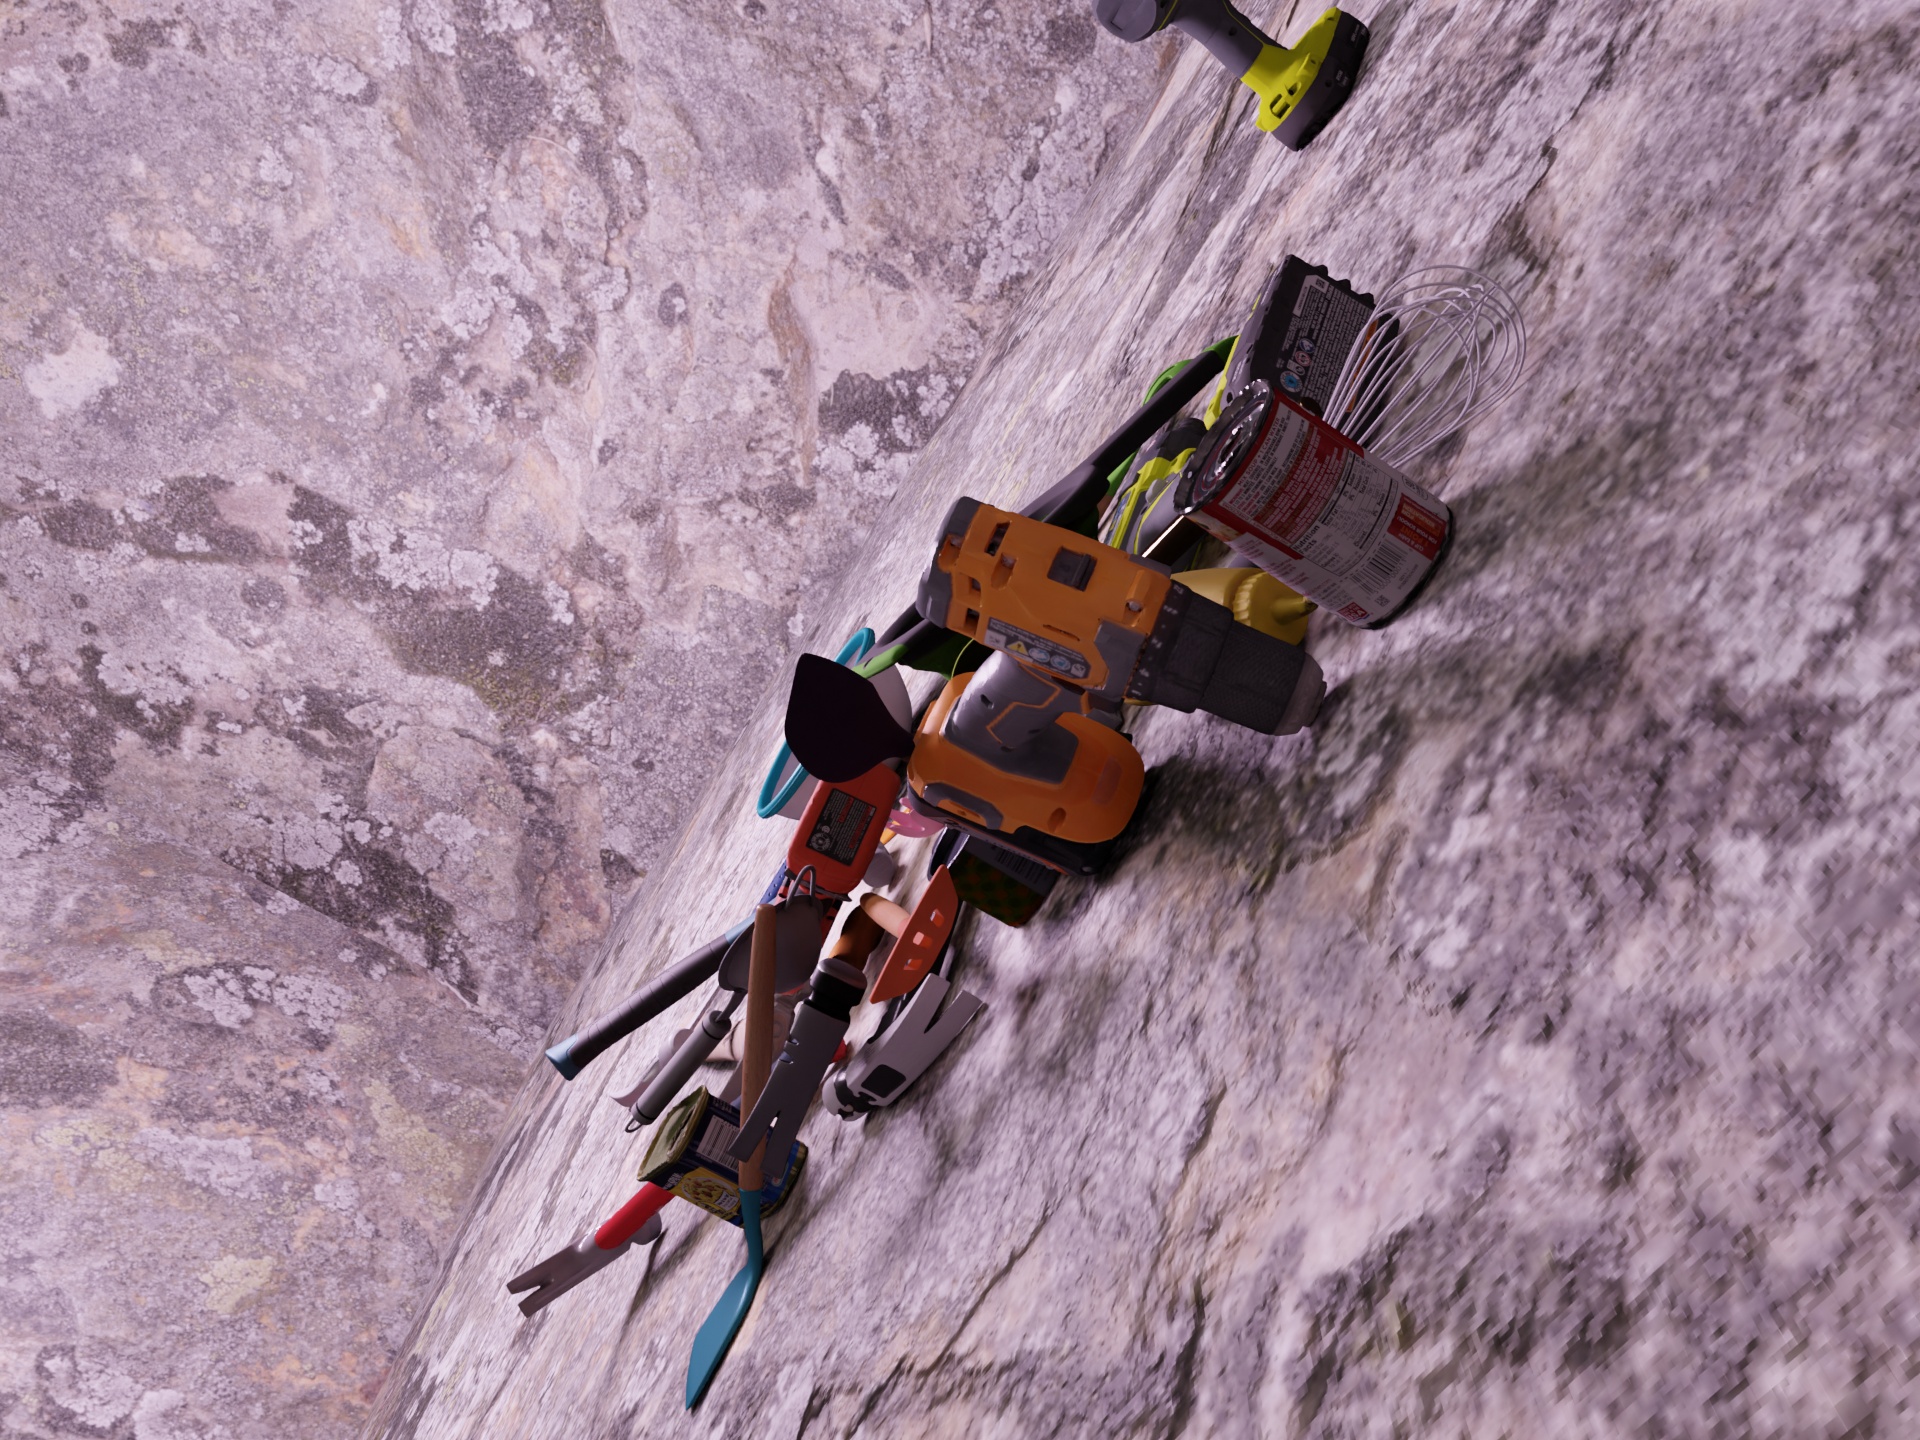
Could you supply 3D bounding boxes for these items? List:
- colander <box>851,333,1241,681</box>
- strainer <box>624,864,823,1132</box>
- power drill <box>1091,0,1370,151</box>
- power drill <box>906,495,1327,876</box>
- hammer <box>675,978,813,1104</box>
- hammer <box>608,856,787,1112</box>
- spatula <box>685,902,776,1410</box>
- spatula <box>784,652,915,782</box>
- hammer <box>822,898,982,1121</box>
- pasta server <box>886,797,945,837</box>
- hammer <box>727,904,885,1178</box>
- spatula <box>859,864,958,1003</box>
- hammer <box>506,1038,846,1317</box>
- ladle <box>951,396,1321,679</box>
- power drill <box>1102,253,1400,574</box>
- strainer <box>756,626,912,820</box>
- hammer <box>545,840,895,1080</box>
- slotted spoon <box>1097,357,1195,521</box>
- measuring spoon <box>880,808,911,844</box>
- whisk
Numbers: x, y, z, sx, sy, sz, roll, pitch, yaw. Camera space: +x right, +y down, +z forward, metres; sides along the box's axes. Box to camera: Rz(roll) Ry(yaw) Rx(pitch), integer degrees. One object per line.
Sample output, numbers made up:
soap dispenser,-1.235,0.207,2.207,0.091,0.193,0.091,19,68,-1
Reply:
colander,0.097,-0.129,1.125,0.397,0.094,0.204,-44,9,-20
strainer,-0.158,0.202,1.075,0.258,0.050,0.086,-51,-26,24
power drill,0.235,-0.616,1.373,0.080,0.228,0.191,-43,20,55
power drill,0.065,-0.004,0.779,0.226,0.185,0.084,102,-169,-61
hammer,-0.226,0.308,1.476,0.146,0.038,0.410,-64,12,-19
hammer,-0.198,0.202,1.468,0.144,0.035,0.406,-46,8,38
spatula,-0.143,0.272,1.013,0.082,0.044,0.317,-138,52,-81
spatula,-0.022,0.021,0.904,0.315,0.018,0.060,24,-105,-65
hammer,0.000,0.096,1.049,0.146,0.035,0.335,-48,15,46
pasta server,-0.002,-0.004,1.310,0.060,0.040,0.316,-38,20,31
hammer,-0.084,0.182,1.047,0.337,0.034,0.127,-65,0,-84
spatula,-0.042,0.121,0.972,0.081,0.041,0.322,-62,9,-6
hammer,-0.210,0.337,1.205,0.143,0.038,0.386,-21,-21,-52
ladle,0.090,-0.080,0.895,0.320,0.062,0.078,-45,60,50
power drill,0.156,-0.161,0.939,0.223,0.080,0.171,-47,17,57
strainer,-0.093,0.028,1.479,0.211,0.095,0.340,-60,13,-1
hammer,-0.203,0.195,1.327,0.331,0.033,0.128,-35,17,-4
slotted spoon,0.104,-0.164,1.293,0.313,0.031,0.070,-57,12,18
measuring spoon,-0.070,0.100,1.397,0.117,0.011,0.021,-44,19,52
whisk,0.175,-0.109,0.787,0.284,0.070,0.070,-55,11,47
